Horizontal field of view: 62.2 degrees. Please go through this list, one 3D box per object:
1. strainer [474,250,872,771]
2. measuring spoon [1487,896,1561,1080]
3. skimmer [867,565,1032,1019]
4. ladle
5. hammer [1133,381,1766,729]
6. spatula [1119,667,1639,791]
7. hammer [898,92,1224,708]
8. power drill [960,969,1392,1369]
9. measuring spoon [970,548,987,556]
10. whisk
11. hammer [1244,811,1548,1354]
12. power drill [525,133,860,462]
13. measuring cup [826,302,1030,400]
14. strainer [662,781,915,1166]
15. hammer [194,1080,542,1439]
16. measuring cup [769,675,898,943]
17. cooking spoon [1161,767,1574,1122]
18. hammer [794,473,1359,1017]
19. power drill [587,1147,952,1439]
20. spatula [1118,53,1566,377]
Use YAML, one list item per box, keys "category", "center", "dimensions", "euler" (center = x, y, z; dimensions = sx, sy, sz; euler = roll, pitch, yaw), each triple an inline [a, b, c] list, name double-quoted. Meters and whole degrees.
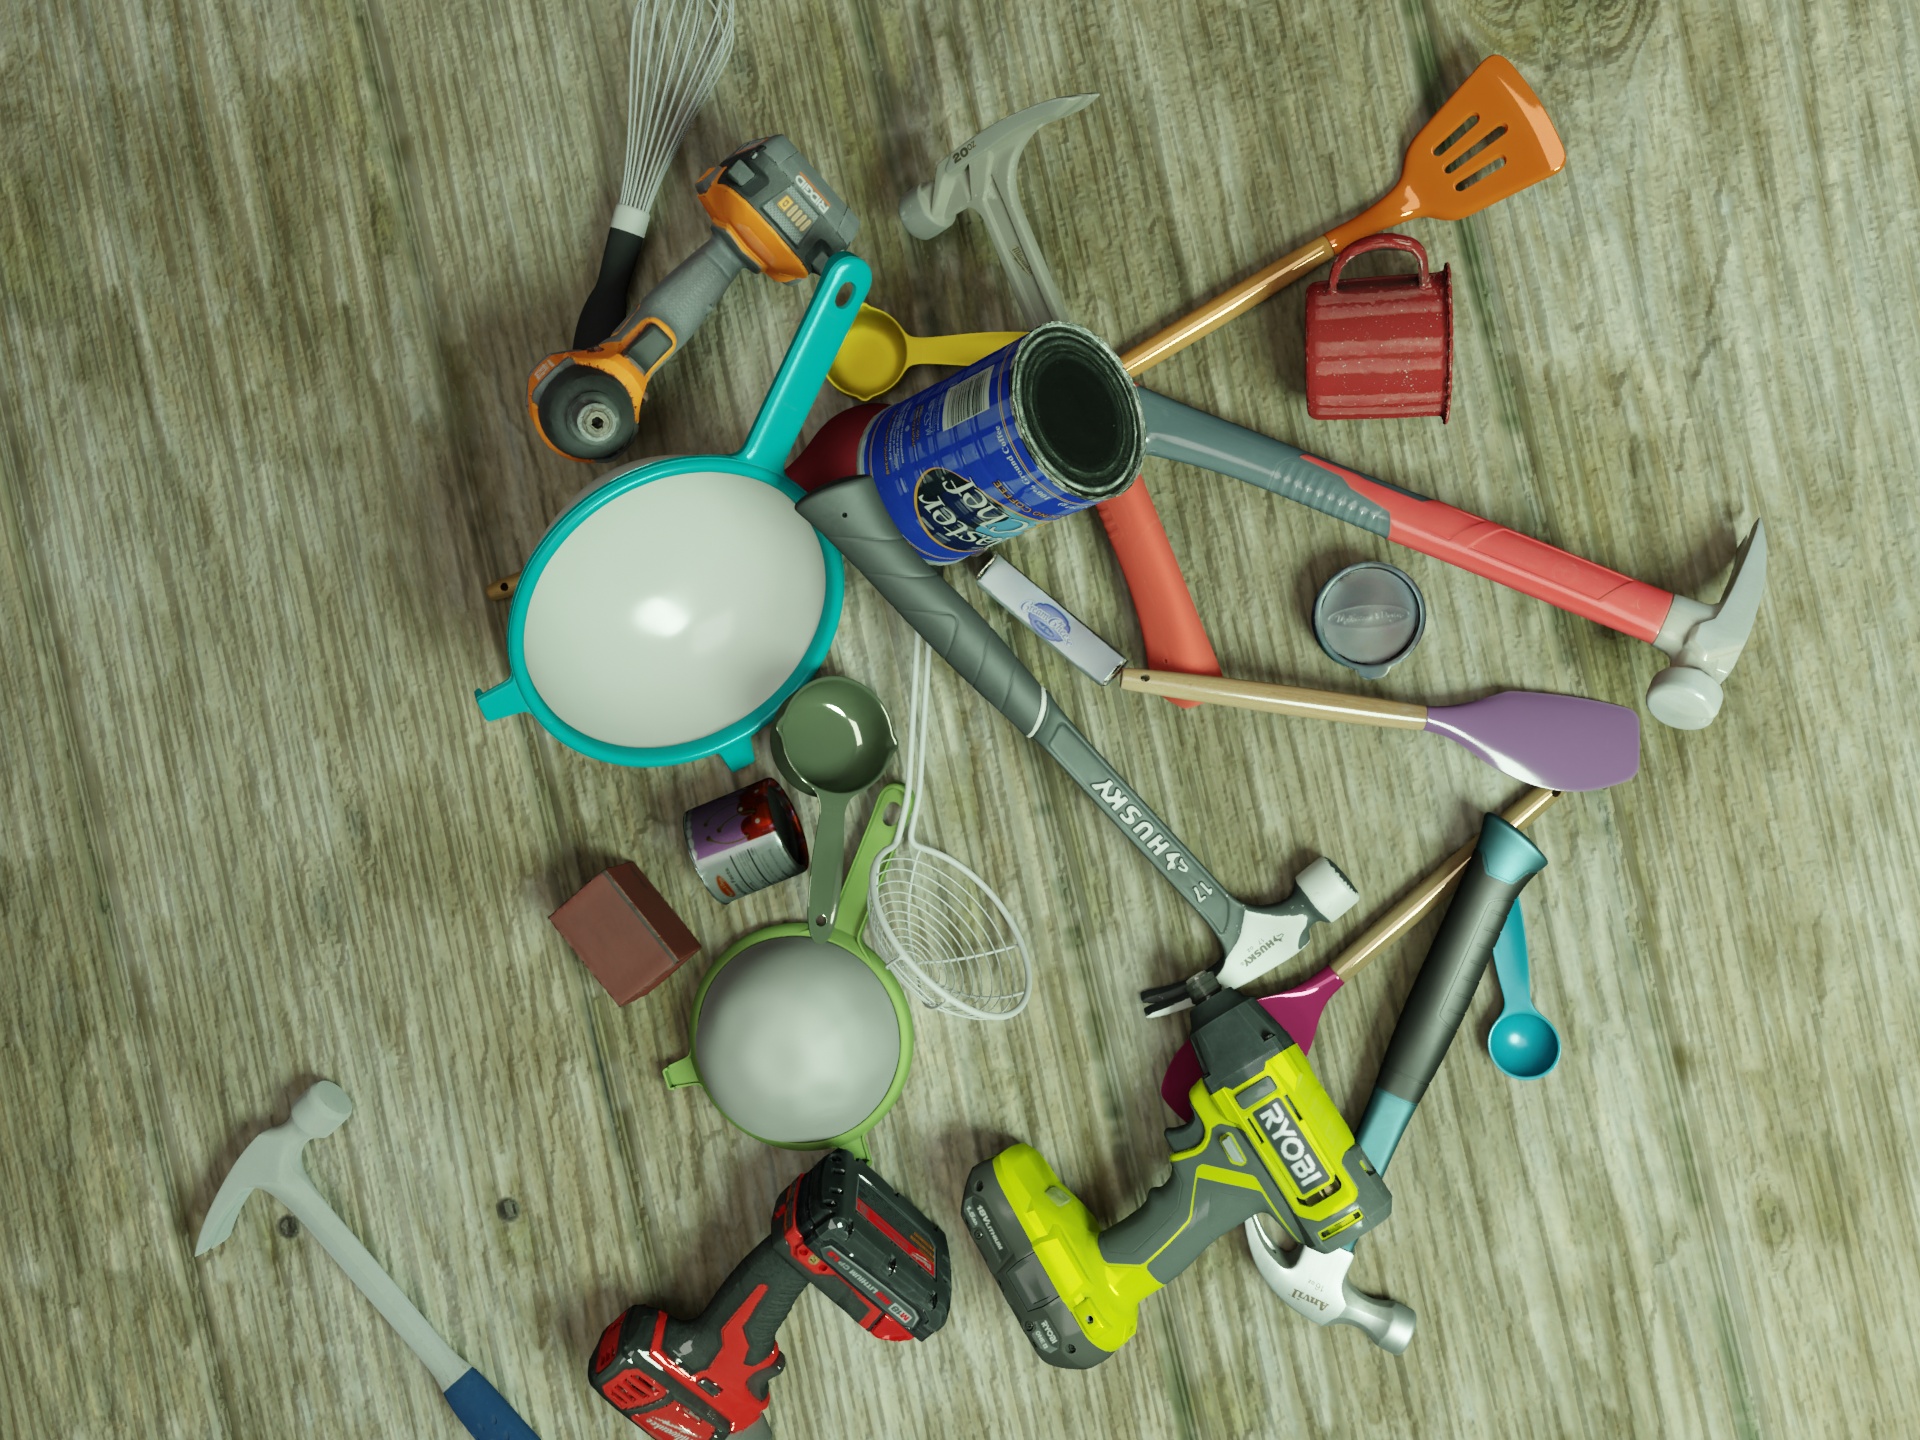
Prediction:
- category: "strainer"
  center: [-0.155, -0.136, 0.962]
  dimensions: [0.095, 0.210, 0.340]
  euler: [46, 114, 45]
- category: "measuring spoon"
  center: [0.339, 0.154, 0.972]
  dimensions: [0.042, 0.021, 0.129]
  euler: [-9, 81, 22]
- category: "skimmer"
  center: [-0.002, -0.003, 0.975]
  dimensions: [0.090, 0.127, 0.363]
  euler: [1, 87, 37]
- category: "ladle"
  center: [-0.169, -0.133, 1.038]
  dimensions: [0.315, 0.031, 0.069]
  euler: [-18, 92, 11]
- category: "hammer"
  center: [0.276, -0.130, 0.949]
  dimensions: [0.386, 0.038, 0.143]
  euler: [25, 62, 14]
- category: "spatula"
  center: [0.252, -0.003, 0.953]
  dimensions: [0.316, 0.018, 0.060]
  euler: [8, 75, -1]
- category: "hammer"
  center: [0.086, -0.178, 0.950]
  dimensions: [0.149, 0.037, 0.359]
  euler: [-16, 101, 46]
- category: "power drill"
  center: [0.120, 0.271, 0.957]
  dimensions: [0.223, 0.080, 0.171]
  euler: [-36, 73, 14]
- category: "measuring spoon"
  center: [0.030, -0.163, 1.014]
  dimensions: [0.034, 0.018, 0.124]
  euler: [22, 101, 4]
- category: "whisk"
  center: [-0.203, -0.354, 1.026]
  dimensions: [0.070, 0.070, 0.284]
  euler: [19, 99, 8]
- category: "hammer"
  center: [0.271, 0.214, 0.963]
  dimensions: [0.128, 0.033, 0.331]
  euler: [23, 99, 8]
- category: "power drill"
  center: [-0.169, -0.246, 0.959]
  dimensions: [0.226, 0.164, 0.084]
  euler: [-45, 115, 0]
- category: "measuring cup"
  center: [-0.012, -0.234, 1.016]
  dimensions: [0.156, 0.029, 0.062]
  euler: [-2, 91, -3]
- category: "strainer"
  center: [-0.089, 0.160, 1.009]
  dimensions: [0.151, 0.069, 0.256]
  euler: [23, 96, 8]
- category: "hammer"
  center: [-0.350, 0.440, 1.073]
  dimensions: [0.144, 0.035, 0.405]
  euler: [-44, 85, 7]
- category: "measuring cup"
  center: [-0.087, 0.056, 0.999]
  dimensions: [0.083, 0.038, 0.168]
  euler: [9, 78, -26]
- category: "cooking spoon"
  center: [0.252, 0.139, 0.981]
  dimensions: [0.319, 0.017, 0.068]
  euler: [-43, 101, 7]
- category: "hammer"
  center: [0.054, 0.012, 0.942]
  dimensions: [0.149, 0.036, 0.408]
  euler: [-41, 104, 11]
- category: "power drill"
  center: [-0.115, 0.388, 1.009]
  dimensions: [0.219, 0.079, 0.143]
  euler: [-42, 105, 13]
- category: "spatula"
  center: [0.202, -0.280, 0.968]
  dimensions: [0.322, 0.041, 0.081]
  euler: [-30, 84, 9]
